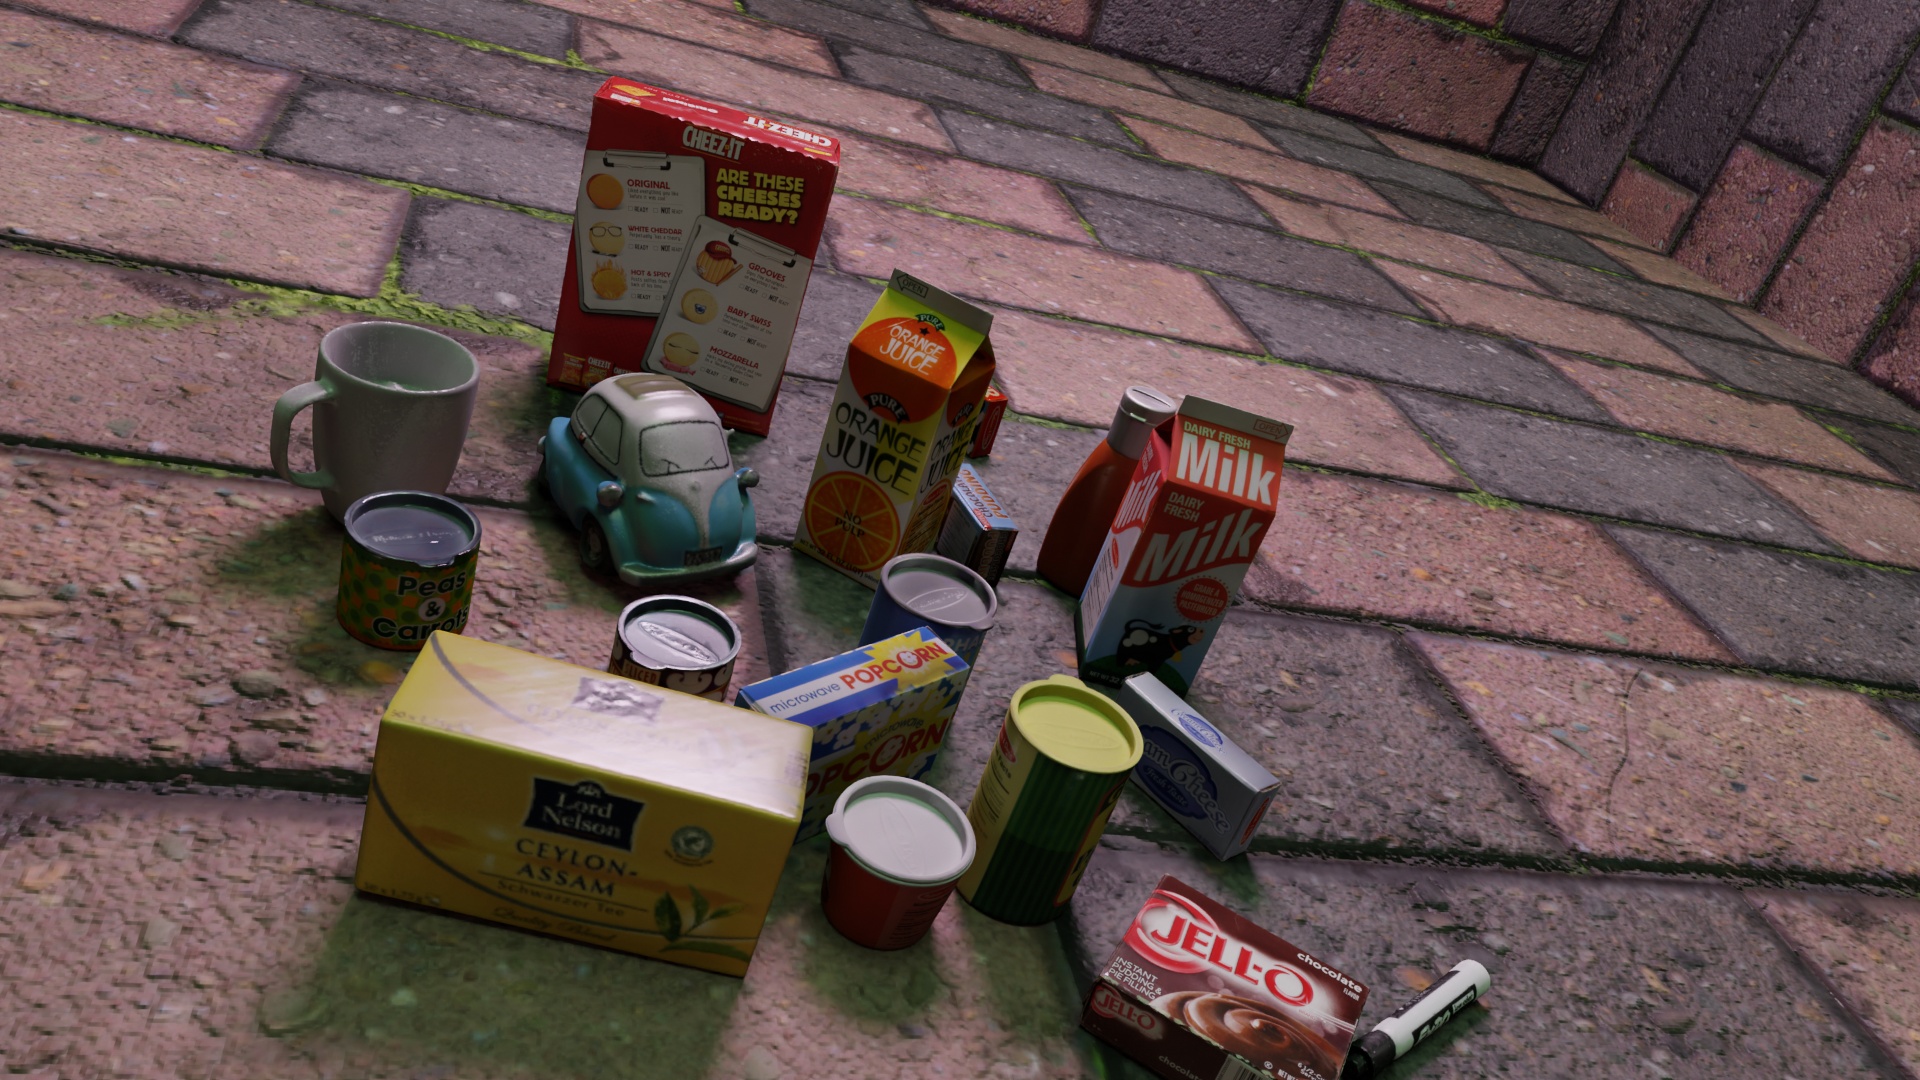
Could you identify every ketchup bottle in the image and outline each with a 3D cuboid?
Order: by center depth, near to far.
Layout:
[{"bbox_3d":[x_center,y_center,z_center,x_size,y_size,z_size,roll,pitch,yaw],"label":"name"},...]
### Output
[{"bbox_3d":[0.103,-0.031,0.938,0.065,0.148,0.044,27,30,14],"label":"ketchup bottle"}]

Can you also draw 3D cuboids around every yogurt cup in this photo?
[{"bbox_3d":[-0.032,0.152,0.646,0.072,0.053,0.073,15,29,-8],"label":"yogurt cup"}]

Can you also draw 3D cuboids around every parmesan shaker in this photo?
[{"bbox_3d":[0.040,0.127,0.680,0.071,0.102,0.071,15,29,-8],"label":"parmesan shaker"}]

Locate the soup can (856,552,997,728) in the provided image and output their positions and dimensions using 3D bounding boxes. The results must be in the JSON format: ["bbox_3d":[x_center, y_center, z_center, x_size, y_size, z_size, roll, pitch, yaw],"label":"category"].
[{"bbox_3d":[-0.022,0.061,0.774,0.071,0.083,0.072,15,29,-8],"label":"soup can"}]

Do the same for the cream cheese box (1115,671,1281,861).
[{"bbox_3d":[0.126,0.126,0.783,0.024,0.053,0.104,-12,42,-43],"label":"cream cheese box"}]

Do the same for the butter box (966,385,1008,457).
[{"bbox_3d":[-0.011,-0.115,1.109,0.024,0.052,0.104,-13,43,-45],"label":"butter box"}]

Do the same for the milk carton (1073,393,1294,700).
[{"bbox_3d":[0.136,0.001,0.862,0.072,0.189,0.074,15,29,-8],"label":"milk carton"}]

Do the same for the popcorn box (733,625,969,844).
[{"bbox_3d":[-0.060,0.099,0.686,0.038,0.084,0.127,38,34,30],"label":"popcorn box"}]

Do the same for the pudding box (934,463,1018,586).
[{"bbox_3d":[0.003,-0.012,0.947,0.030,0.049,0.084,1,34,-30],"label":"pudding box"}]

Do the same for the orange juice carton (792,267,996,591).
[{"bbox_3d":[-0.037,-0.071,0.878,0.072,0.191,0.073,27,30,14],"label":"orange juice carton"}]

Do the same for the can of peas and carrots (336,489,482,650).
[{"bbox_3d":[-0.285,0.016,0.719,0.071,0.058,0.071,15,29,-8],"label":"can of peas and carrots"}]

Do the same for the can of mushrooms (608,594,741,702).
[{"bbox_3d":[-0.155,0.062,0.745,0.071,0.033,0.071,15,29,-8],"label":"can of mushrooms"}]
